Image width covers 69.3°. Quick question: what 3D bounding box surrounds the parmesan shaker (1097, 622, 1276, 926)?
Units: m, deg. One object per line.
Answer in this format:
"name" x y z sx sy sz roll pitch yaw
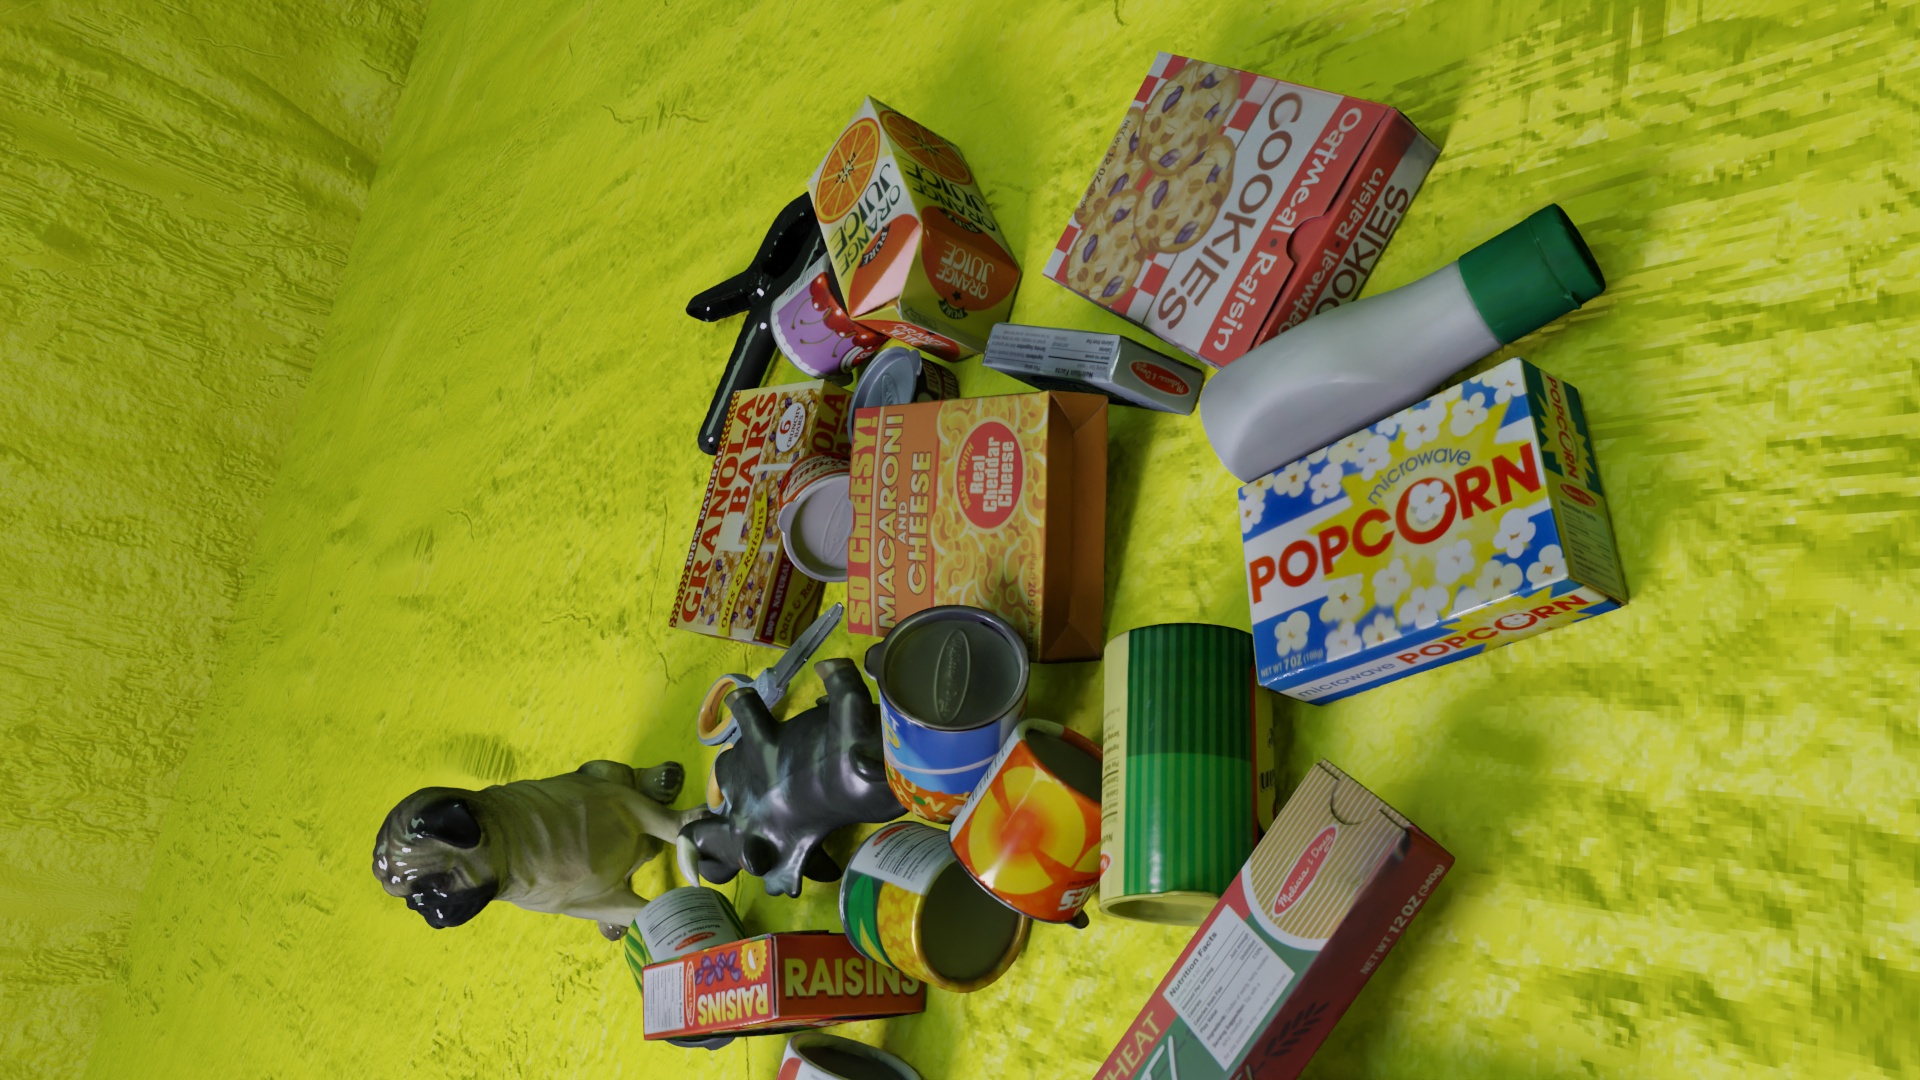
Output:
"parmesan shaker" 0.087 0.089 0.528 0.071 0.071 0.103 -23 55 46

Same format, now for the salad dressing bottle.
"salad dressing bottle" 0.162 -0.072 0.522 0.147 0.064 0.044 -29 56 32

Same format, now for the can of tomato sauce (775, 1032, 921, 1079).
"can of tomato sauce" -0.061 0.277 0.633 0.071 0.071 0.083 11 81 55

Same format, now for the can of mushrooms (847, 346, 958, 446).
"can of mushrooms" -0.032 -0.077 0.804 0.070 0.033 0.071 -29 50 43

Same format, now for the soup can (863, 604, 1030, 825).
"soup can" -0.006 0.079 0.625 0.083 0.071 0.072 90 169 -50

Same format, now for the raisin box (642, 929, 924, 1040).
"raisin box" -0.088 0.219 0.680 0.123 0.086 0.040 -27 59 44

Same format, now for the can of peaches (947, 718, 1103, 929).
"can of peaches" 0.039 0.118 0.582 0.058 0.071 0.071 -59 36 14

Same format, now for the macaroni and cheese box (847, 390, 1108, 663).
"macaroni and cheese box" 0.002 -0.009 0.690 0.166 0.040 0.123 2 90 54

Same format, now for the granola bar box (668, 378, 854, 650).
"granola bar box" -0.124 -0.016 0.889 0.124 0.039 0.166 2 74 54

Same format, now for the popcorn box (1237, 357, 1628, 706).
"popcorn box" 0.162 0.001 0.499 0.126 0.038 0.085 -28 51 43

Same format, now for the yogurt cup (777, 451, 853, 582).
"yogurt cup" -0.074 -0.017 0.803 0.072 0.072 0.054 -59 28 14

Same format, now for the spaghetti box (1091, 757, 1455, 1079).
"spaghetti box" 0.069 0.188 0.462 0.250 0.028 0.050 -56 28 3

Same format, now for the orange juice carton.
"orange juice carton" -0.027 -0.173 0.812 0.072 0.072 0.193 -49 39 27

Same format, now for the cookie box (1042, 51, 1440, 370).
"cookie box" 0.118 -0.148 0.632 0.122 0.040 0.168 -61 36 11

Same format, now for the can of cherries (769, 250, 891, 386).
"can of cherries" -0.074 -0.140 0.867 0.058 0.071 0.072 -33 48 39

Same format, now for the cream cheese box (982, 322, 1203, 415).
"cream cheese box" 0.061 -0.083 0.665 0.104 0.053 0.024 18 90 55

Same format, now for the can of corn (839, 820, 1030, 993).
"can of corn" -0.010 0.166 0.623 0.058 0.071 0.071 -1 72 53

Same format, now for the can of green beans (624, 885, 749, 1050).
"can of green beans" -0.147 0.235 0.768 0.058 0.071 0.071 39 105 54
